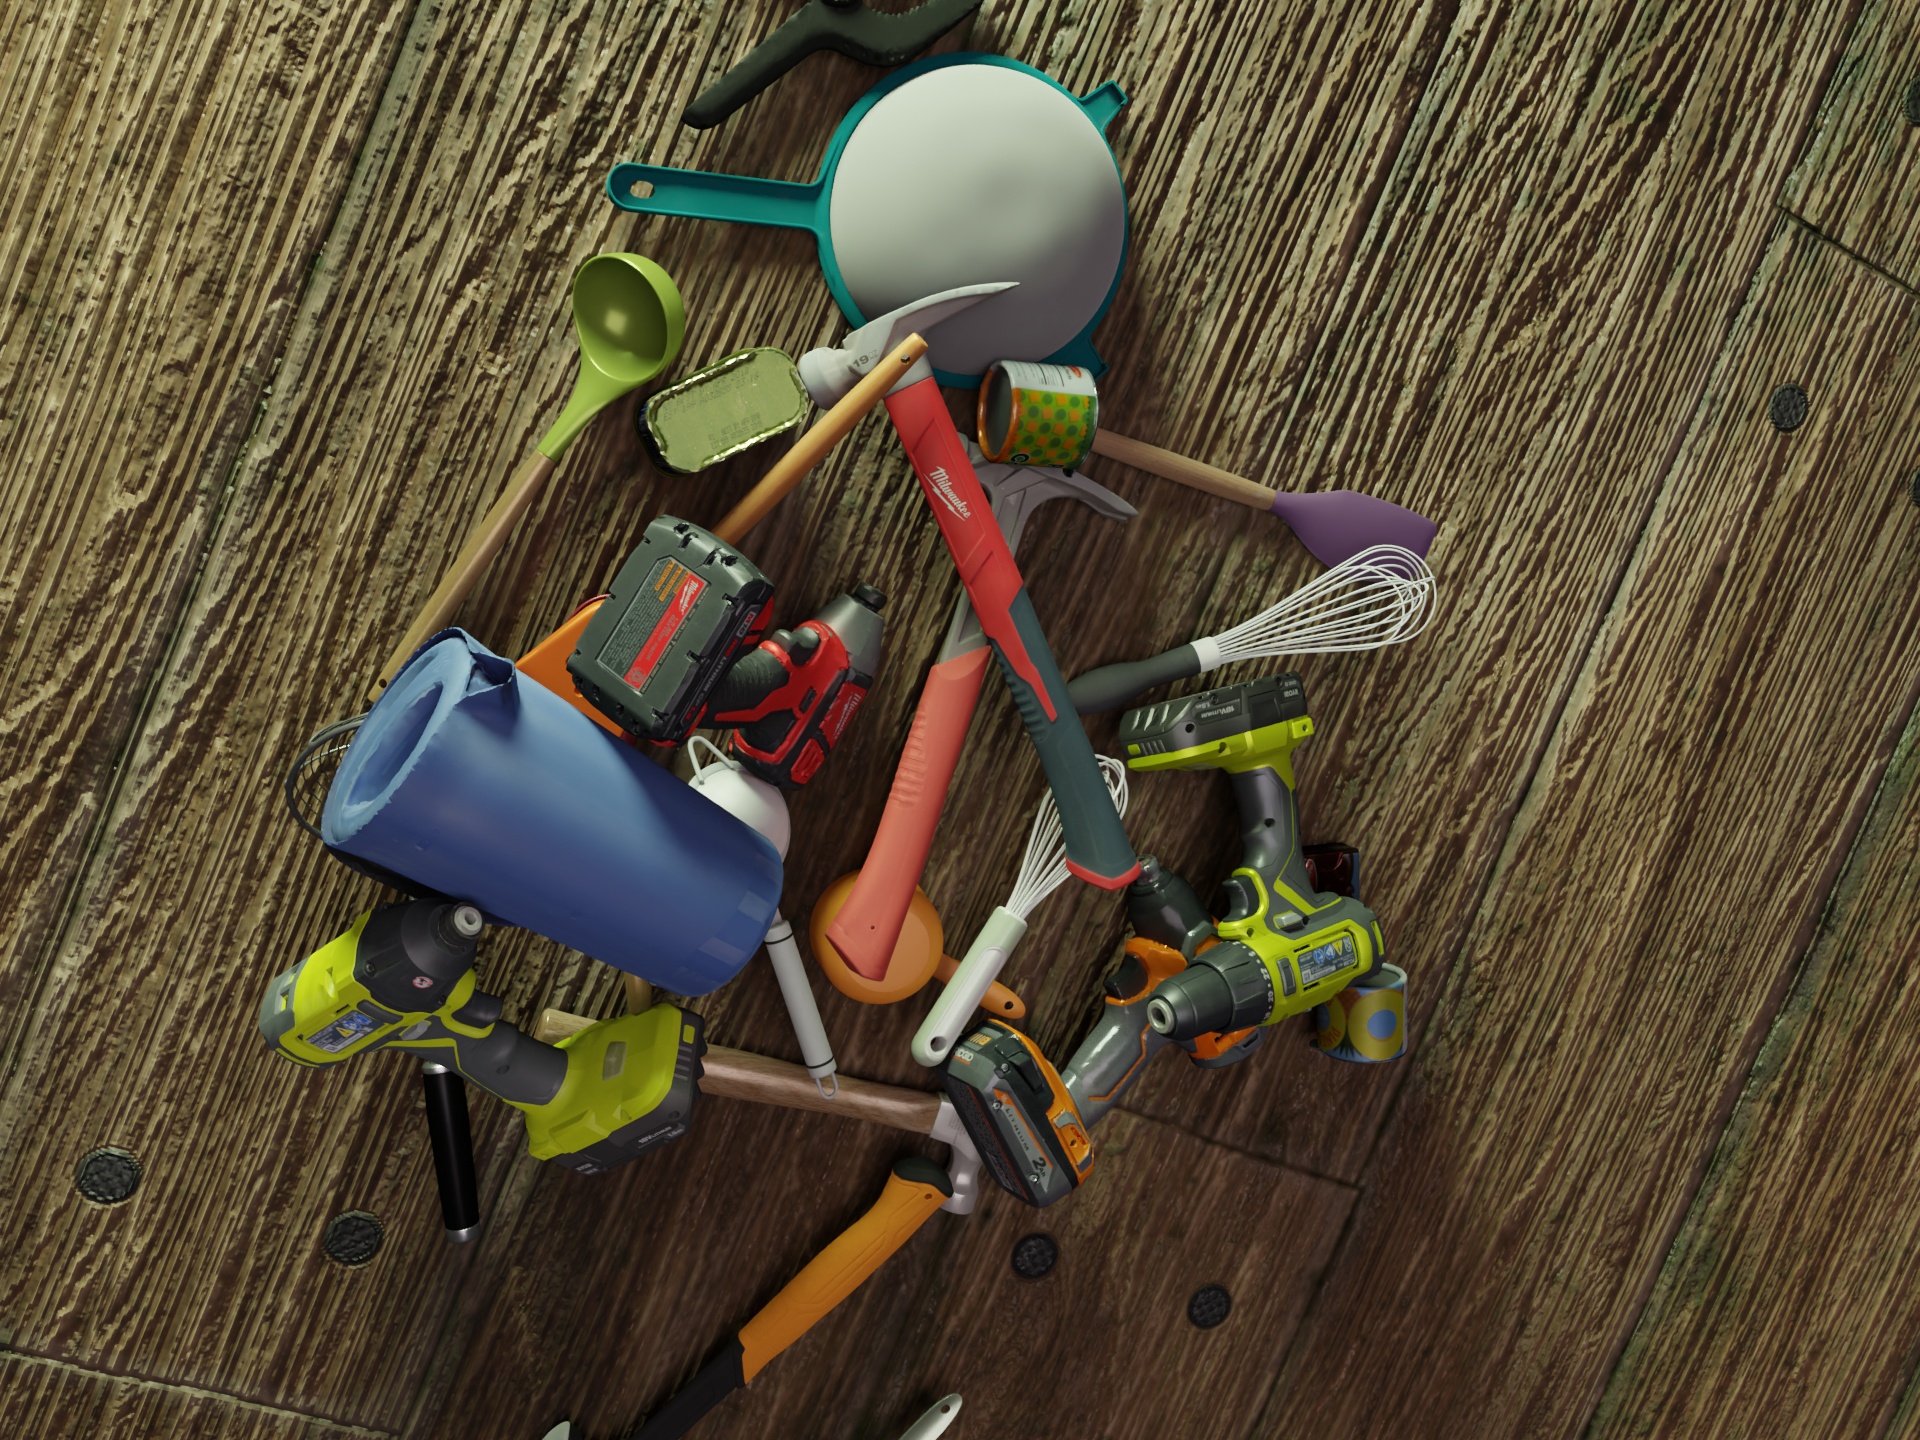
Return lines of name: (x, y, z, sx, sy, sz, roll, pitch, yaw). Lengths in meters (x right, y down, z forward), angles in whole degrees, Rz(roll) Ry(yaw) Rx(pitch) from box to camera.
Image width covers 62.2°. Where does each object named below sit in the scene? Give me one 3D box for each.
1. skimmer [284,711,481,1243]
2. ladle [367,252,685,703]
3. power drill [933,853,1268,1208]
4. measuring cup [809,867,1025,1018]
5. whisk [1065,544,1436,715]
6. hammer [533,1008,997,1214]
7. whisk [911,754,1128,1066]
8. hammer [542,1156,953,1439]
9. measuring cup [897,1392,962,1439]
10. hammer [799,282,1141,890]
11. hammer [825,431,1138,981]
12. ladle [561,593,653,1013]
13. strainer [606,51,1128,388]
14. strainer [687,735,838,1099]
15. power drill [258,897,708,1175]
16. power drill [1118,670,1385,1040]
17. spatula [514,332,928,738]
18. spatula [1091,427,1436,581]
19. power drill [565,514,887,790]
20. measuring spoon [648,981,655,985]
skimmer: (-0.331, 0.167, 0.985, 0.127, 0.090, 0.363, -7, 101, -16)
ladle: (-0.273, -0.142, 0.968, 0.078, 0.062, 0.320, 36, 93, 14)
power drill: (0.097, 0.207, 1.099, 0.226, 0.084, 0.164, -32, 106, -23)
measuring cup: (-0.021, 0.169, 1.088, 0.173, 0.052, 0.095, 31, 90, -16)
whisk: (0.200, -0.057, 1.111, 0.284, 0.070, 0.070, -18, 104, -6)
hammer: (-0.124, 0.245, 1.085, 0.331, 0.031, 0.130, 16, 95, -17)
whisk: (0.040, 0.127, 1.076, 0.057, 0.059, 0.246, 38, 77, -22)
hammer: (-0.129, 0.430, 1.096, 0.337, 0.034, 0.127, -44, 107, 2)
measuring cup: (-0.066, 0.539, 1.149, 0.167, 0.038, 0.083, -42, 107, -7)
hammer: (0.041, -0.074, 0.992, 0.143, 0.038, 0.386, -20, 101, 21)
hammer: (-0.002, -0.003, 1.044, 0.149, 0.037, 0.359, 19, 84, -17)
ladle: (-0.214, 0.077, 1.020, 0.069, 0.031, 0.315, -6, 96, -18)
strainer: (-0.041, -0.317, 0.978, 0.340, 0.095, 0.211, 1, 99, -17)
strainer: (-0.120, 0.130, 1.040, 0.087, 0.050, 0.258, -27, 104, -43)
power drill: (-0.263, 0.180, 0.924, 0.171, 0.080, 0.223, -30, 131, 32)
power drill: (0.185, 0.094, 1.074, 0.190, 0.080, 0.228, -14, 90, -33)
spatula: (-0.137, -0.114, 0.963, 0.322, 0.041, 0.081, -42, 111, 14)
spatula: (0.193, -0.159, 1.108, 0.315, 0.018, 0.059, 16, 107, -17)
power drill: (-0.122, -0.039, 0.956, 0.079, 0.219, 0.143, 34, 94, 24)
measuring spoon: (-0.175, 0.116, 1.040, 0.034, 0.018, 0.124, 35, 71, -26)
